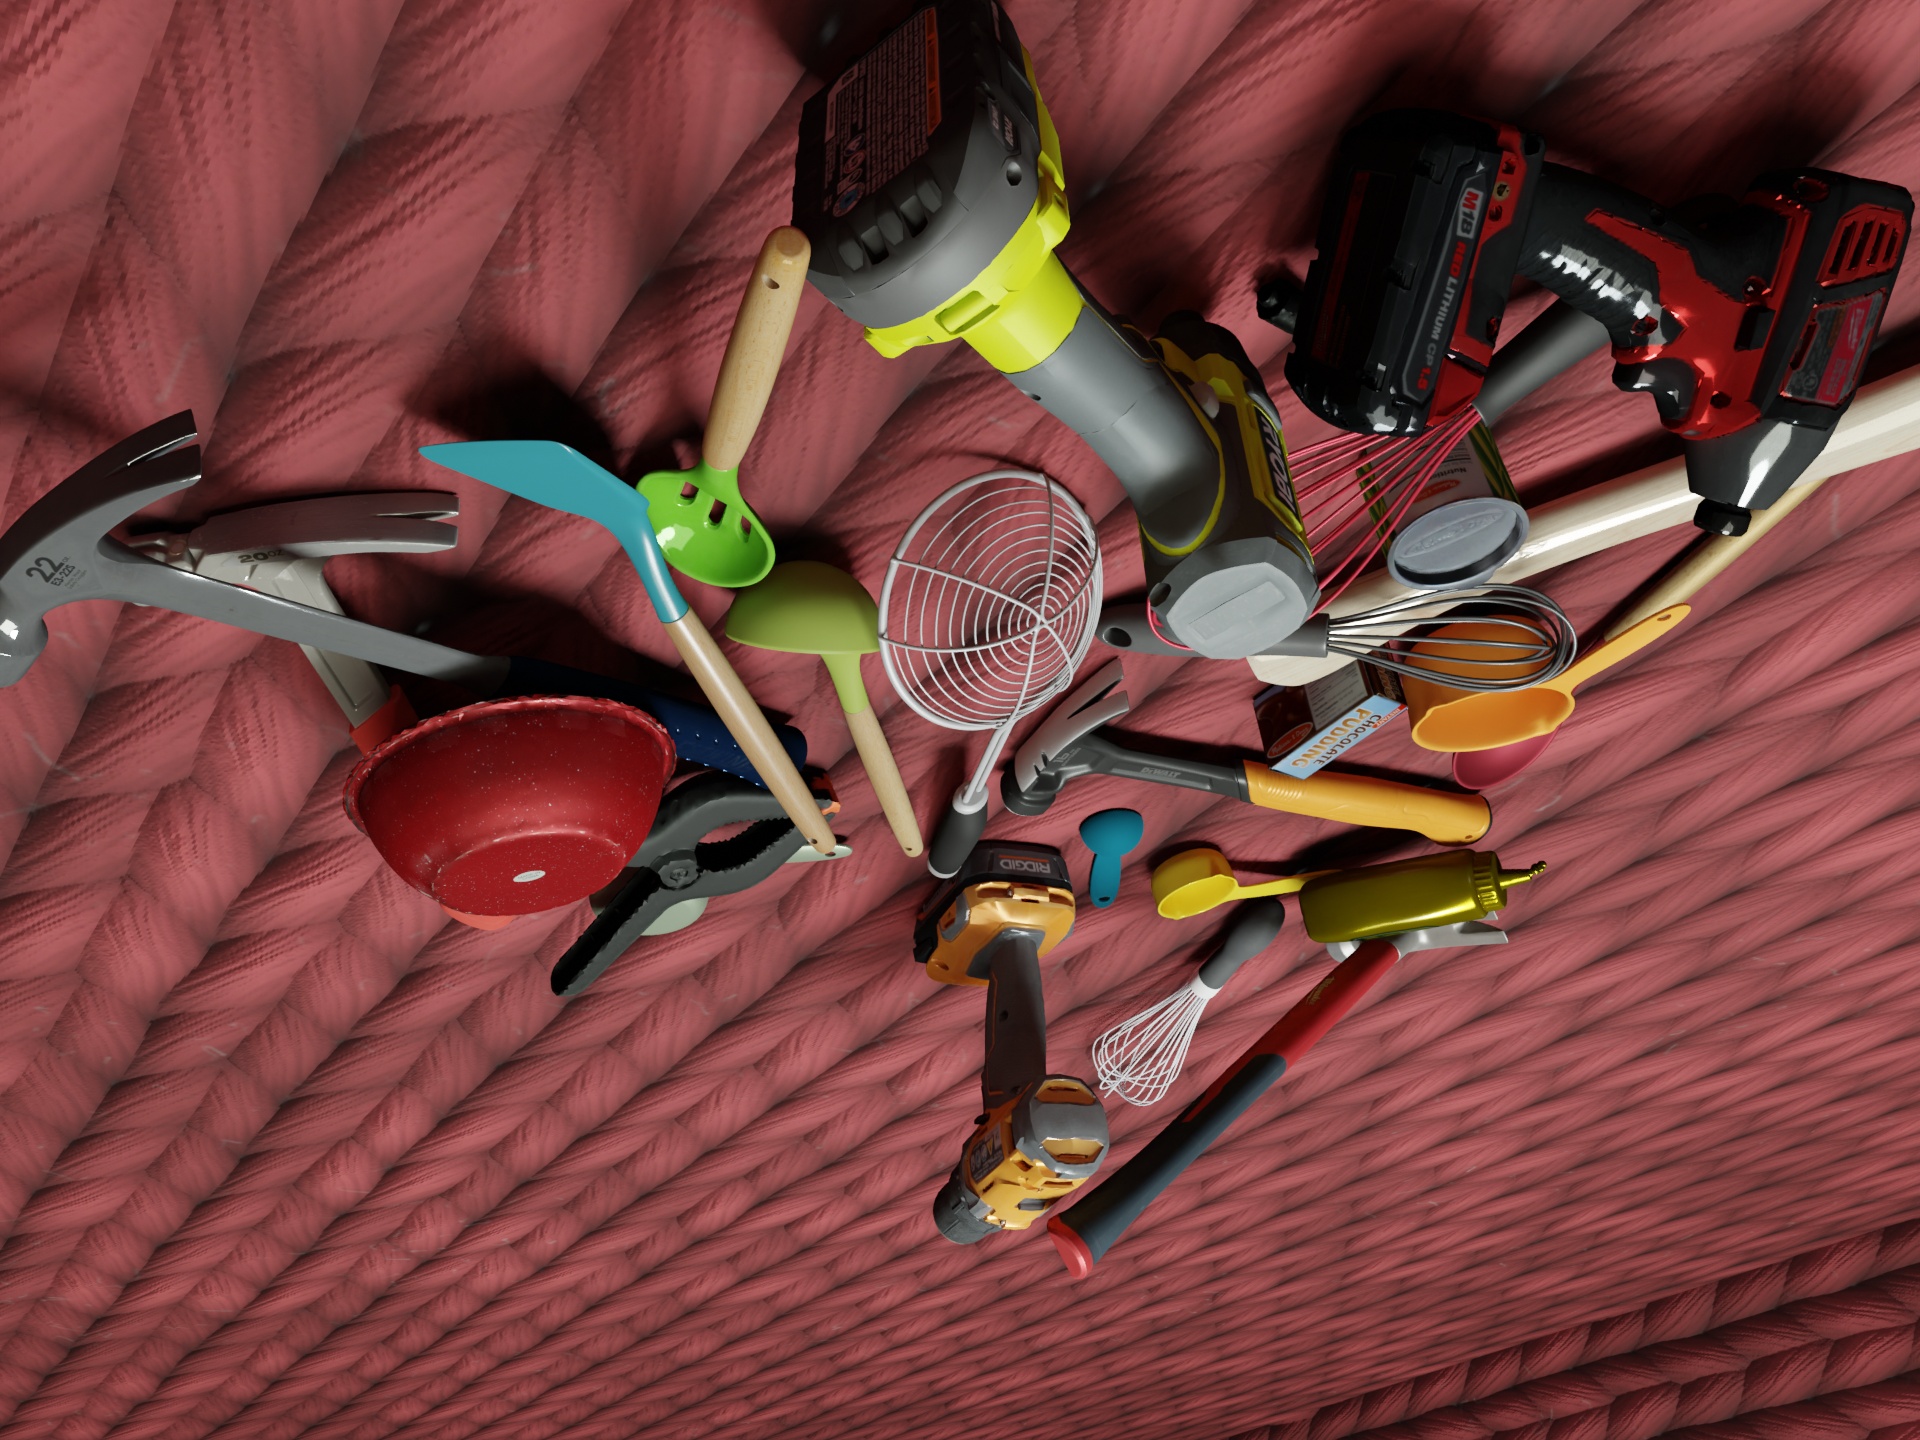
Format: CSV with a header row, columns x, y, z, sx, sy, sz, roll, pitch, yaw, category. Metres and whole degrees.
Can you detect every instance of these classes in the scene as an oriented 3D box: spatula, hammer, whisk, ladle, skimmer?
x,y,z,sx,sy,sz,roll,pitch,yaw,category
-0.130,-0.026,0.753,0.082,0.044,0.317,3,141,29,spatula
0.202,0.227,1.030,0.386,0.038,0.143,-32,-171,-35,hammer
0.199,0.036,0.980,0.336,0.034,0.127,10,144,-25,hammer
0.176,0.218,1.235,0.070,0.070,0.284,7,139,-21,whisk
-0.287,0.014,0.840,0.149,0.037,0.358,-7,146,-1,hammer
-0.056,0.014,0.874,0.078,0.062,0.319,9,152,14,ladle
0.203,-0.124,0.686,0.296,0.073,0.073,-37,139,15,whisk
-0.221,-0.025,0.737,0.144,0.035,0.405,-38,146,25,hammer
-0.001,-0.003,0.872,0.127,0.090,0.363,-33,165,-20,skimmer
0.183,-0.045,0.802,0.239,0.055,0.055,3,150,18,whisk
0.328,-0.112,0.776,0.410,0.038,0.146,-21,134,22,hammer
0.380,-0.059,0.883,0.069,0.031,0.315,6,143,-27,ladle

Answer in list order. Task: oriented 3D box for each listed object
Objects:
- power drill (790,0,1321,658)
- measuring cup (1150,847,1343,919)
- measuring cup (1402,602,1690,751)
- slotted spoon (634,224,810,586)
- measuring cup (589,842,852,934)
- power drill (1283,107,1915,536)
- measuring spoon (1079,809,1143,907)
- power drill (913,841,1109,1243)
x,y,z,sx,sy,sz,roll,pitch,yaw,category
0.044,-0.143,0.573,0.080,0.171,0.223,-28,133,28,power drill
0.200,0.106,1.102,0.156,0.029,0.062,-4,147,-28,measuring cup
0.312,-0.040,0.856,0.095,0.052,0.173,9,151,-29,measuring cup
-0.086,-0.109,0.603,0.070,0.031,0.313,30,164,-7,slotted spoon
-0.150,0.102,0.996,0.167,0.038,0.083,-6,147,0,measuring cup
0.248,-0.151,0.614,0.219,0.079,0.143,6,111,-13,power drill
0.100,0.101,1.065,0.042,0.021,0.128,-6,145,-3,measuring spoon
0.022,0.217,1.036,0.084,0.226,0.185,8,143,-21,power drill
